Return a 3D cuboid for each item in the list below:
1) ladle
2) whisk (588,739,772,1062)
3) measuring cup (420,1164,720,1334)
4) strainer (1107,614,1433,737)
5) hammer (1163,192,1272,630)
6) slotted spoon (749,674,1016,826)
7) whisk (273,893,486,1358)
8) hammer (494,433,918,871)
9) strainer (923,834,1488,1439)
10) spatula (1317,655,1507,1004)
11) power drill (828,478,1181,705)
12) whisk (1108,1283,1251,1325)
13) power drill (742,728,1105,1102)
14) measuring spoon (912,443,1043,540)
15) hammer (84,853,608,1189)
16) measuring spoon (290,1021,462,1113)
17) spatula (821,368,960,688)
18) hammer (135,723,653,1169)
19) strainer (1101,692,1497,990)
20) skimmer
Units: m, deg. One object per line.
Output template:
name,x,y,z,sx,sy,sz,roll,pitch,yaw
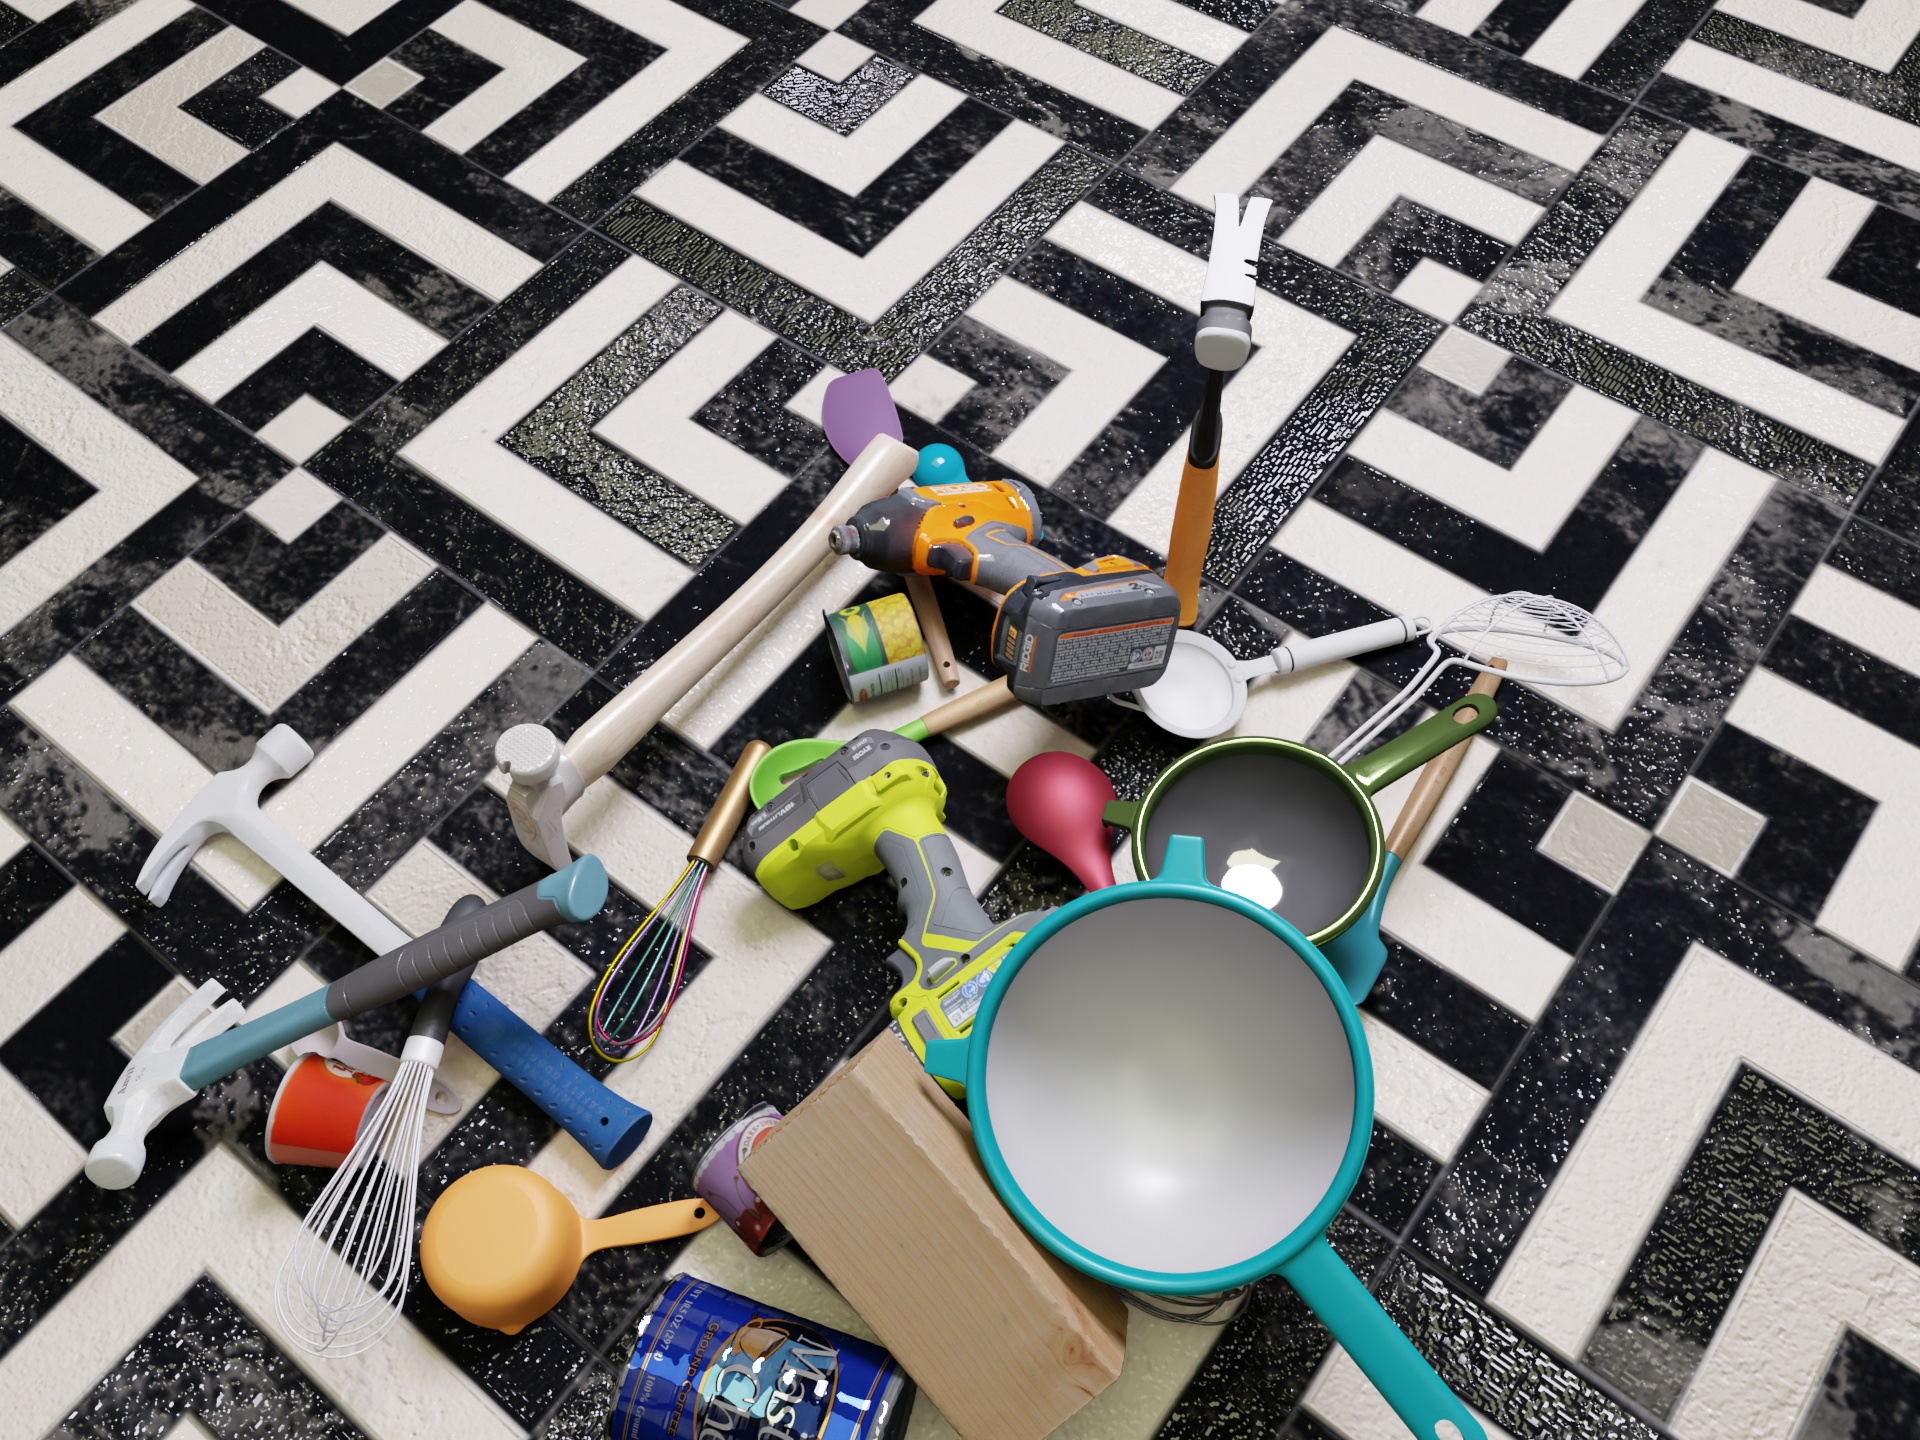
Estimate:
ladle,0.103,0.145,0.958,0.069,0.031,0.316,-19,61,-6
whisk,-0.179,0.115,1.050,0.047,0.051,0.245,28,58,-6
measuring cup,-0.228,0.297,0.930,0.173,0.052,0.095,-11,59,-1
strainer,0.219,-0.038,1.119,0.258,0.050,0.087,-14,65,-12
hammer,0.156,-0.173,1.028,0.034,0.336,0.127,9,58,6
slotted spoon,-0.002,-0.004,1.116,0.314,0.031,0.070,-25,66,-14
whisk,-0.327,0.228,0.937,0.070,0.070,0.285,5,54,6
hammer,-0.160,-0.063,1.116,0.038,0.146,0.411,30,58,18
strainer,0.154,0.240,0.847,0.211,0.095,0.340,-41,78,6
spatula,0.294,0.065,1.050,0.082,0.044,0.317,12,55,40
power drill,0.023,-0.097,1.084,0.164,0.084,0.227,-10,35,-32
whisk,0.049,0.301,0.922,0.239,0.055,0.055,10,60,14
power drill,-0.042,0.134,0.980,0.190,0.080,0.229,-37,54,0
measuring spoon,0.014,-0.177,1.220,0.129,0.021,0.042,37,67,23
hammer,-0.360,0.163,0.947,0.331,0.033,0.128,-25,33,6
measuring spoon,-0.368,0.219,1.009,0.124,0.018,0.034,24,81,9
spatula,-0.050,-0.153,1.212,0.060,0.018,0.316,-17,59,-2
hammer,-0.365,0.157,1.032,0.406,0.035,0.144,33,66,20
strainer,0.225,0.063,0.987,0.256,0.069,0.152,-29,57,-13
skimmer,0.276,0.036,1.054,0.363,0.090,0.127,-39,27,-3
